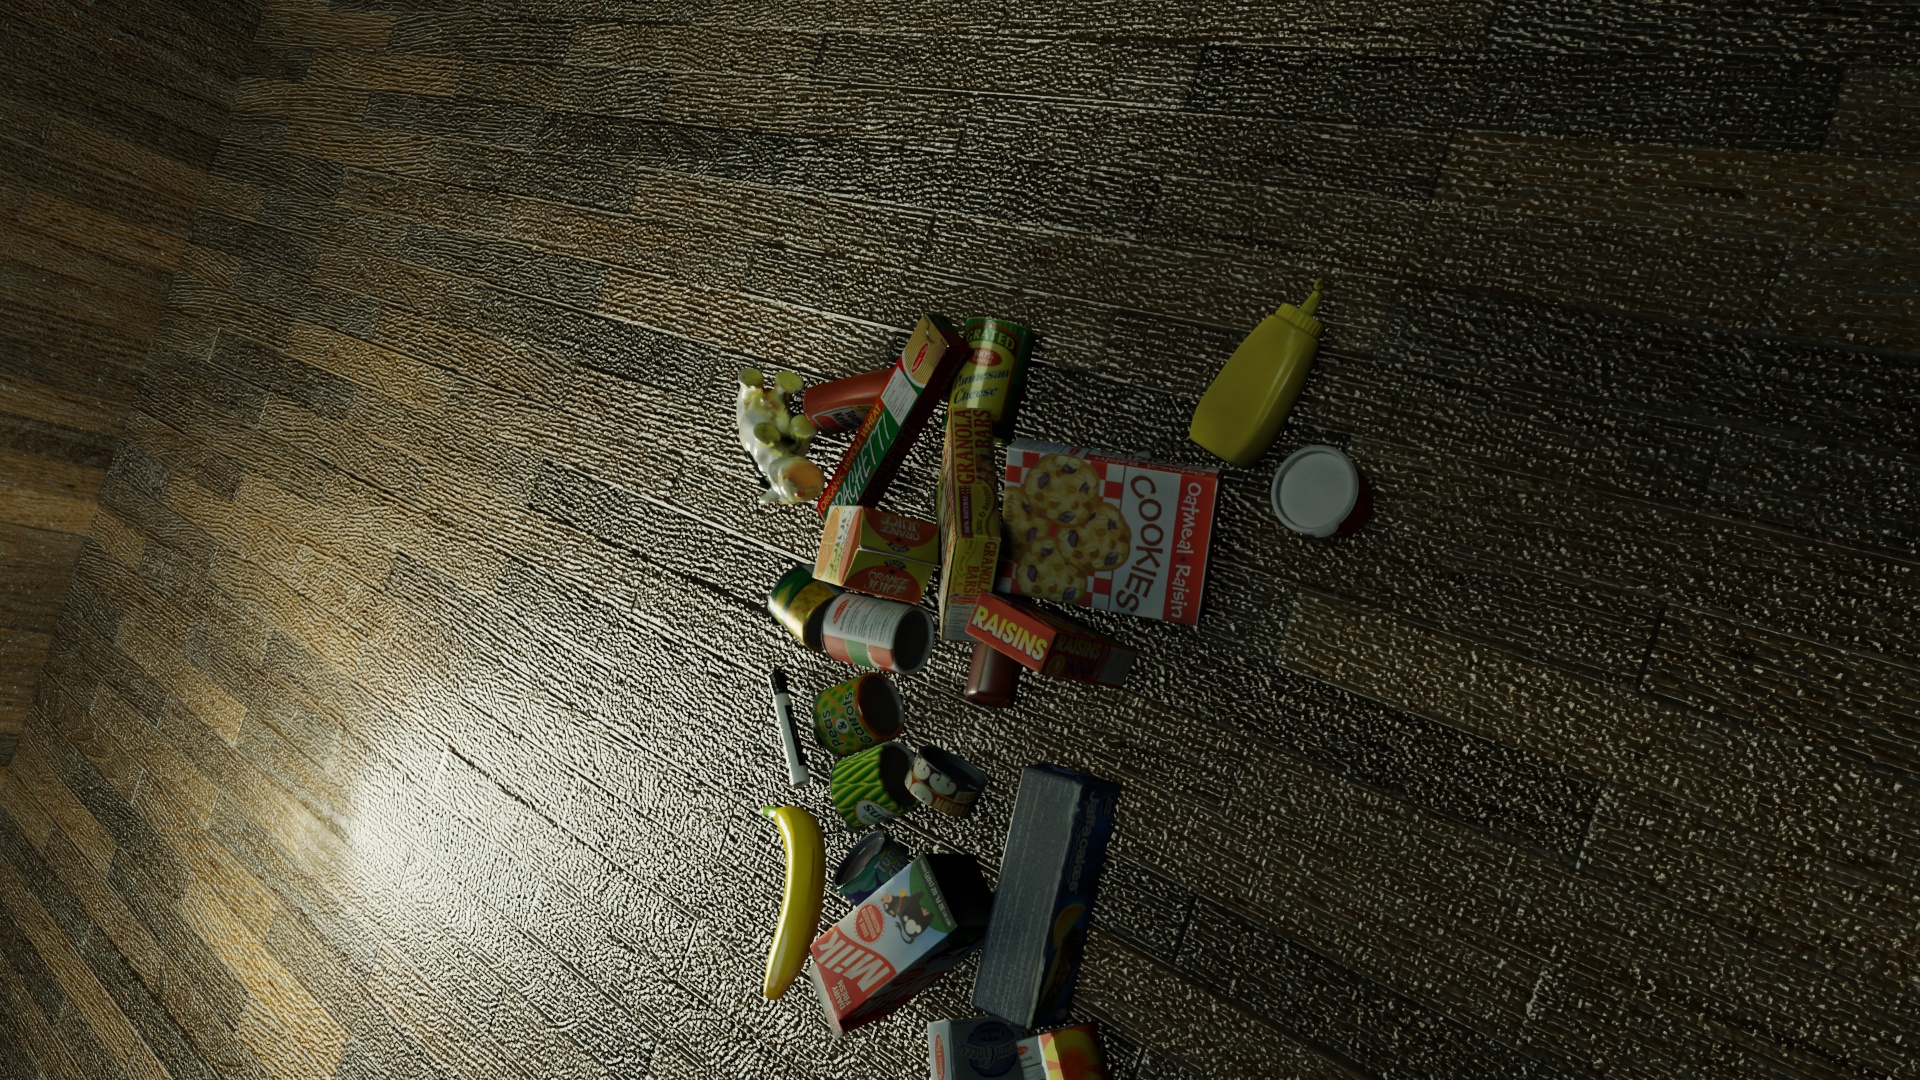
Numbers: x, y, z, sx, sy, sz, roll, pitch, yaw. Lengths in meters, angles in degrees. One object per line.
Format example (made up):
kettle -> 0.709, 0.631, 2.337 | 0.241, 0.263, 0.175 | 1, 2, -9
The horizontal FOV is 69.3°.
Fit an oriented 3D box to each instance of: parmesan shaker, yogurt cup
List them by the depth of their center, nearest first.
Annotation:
yogurt cup -> 0.276, -0.033, 1.049 | 0.072, 0.054, 0.072 | -10, 72, 35
parmesan shaker -> 0.029, -0.143, 1.260 | 0.071, 0.071, 0.103 | 10, 85, 39

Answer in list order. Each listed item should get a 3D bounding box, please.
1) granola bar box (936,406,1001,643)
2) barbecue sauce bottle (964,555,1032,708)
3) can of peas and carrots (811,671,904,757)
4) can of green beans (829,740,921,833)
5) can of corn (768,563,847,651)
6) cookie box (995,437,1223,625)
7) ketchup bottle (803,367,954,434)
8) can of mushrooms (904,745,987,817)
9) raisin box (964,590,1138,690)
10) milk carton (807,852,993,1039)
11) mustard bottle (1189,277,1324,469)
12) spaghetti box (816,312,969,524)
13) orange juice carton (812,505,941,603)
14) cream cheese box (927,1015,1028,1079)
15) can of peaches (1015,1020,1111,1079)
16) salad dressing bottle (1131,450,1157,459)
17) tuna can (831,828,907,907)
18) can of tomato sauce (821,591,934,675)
granola bar box -> 0.004, -0.015, 1.181 | 0.166, 0.039, 0.123 | -93, 9, -46
barbecue sauce bottle -> 0.038, 0.068, 1.204 | 0.044, 0.064, 0.149 | 11, 75, -1
can of peas and carrots -> -0.094, 0.160, 1.273 | 0.058, 0.071, 0.071 | -24, 65, 30
can of green beans -> -0.074, 0.219, 1.245 | 0.057, 0.071, 0.071 | -25, 65, 30
can of corn -> -0.143, 0.067, 1.336 | 0.058, 0.071, 0.071 | 36, 101, 37
cookie box -> 0.118, -0.008, 1.108 | 0.167, 0.040, 0.122 | 10, 109, 14
ketchup bottle -> -0.076, -0.141, 1.344 | 0.148, 0.064, 0.043 | -12, 67, 26
can of mushrooms -> -0.011, 0.209, 1.199 | 0.071, 0.071, 0.033 | 33, 100, 38
raisin box -> 0.075, 0.082, 1.129 | 0.086, 0.123, 0.040 | 27, 96, 39
milk carton -> -0.059, 0.351, 1.194 | 0.190, 0.073, 0.072 | -42, 56, 22
mustard bottle -> 0.247, -0.135, 1.101 | 0.065, 0.049, 0.160 | 39, 102, 37
spaghetti box -> -0.068, -0.101, 1.301 | 0.248, 0.029, 0.050 | -57, 50, 34
orange juice carton -> -0.074, 0.012, 1.234 | 0.192, 0.072, 0.073 | -175, 100, -74
cream cheese box -> 0.017, 0.406, 1.103 | 0.024, 0.104, 0.053 | -19, 67, 35
can of peaches -> 0.083, 0.409, 1.077 | 0.071, 0.071, 0.058 | -28, 63, 29
salad dressing bottle -> 0.105, -0.020, 1.159 | 0.147, 0.064, 0.044 | -30, 57, 15
tuna can -> -0.078, 0.290, 1.228 | 0.071, 0.033, 0.071 | -44, 12, 11
can of tomato sauce -> -0.074, 0.086, 1.278 | 0.083, 0.071, 0.071 | 8, 84, 35
